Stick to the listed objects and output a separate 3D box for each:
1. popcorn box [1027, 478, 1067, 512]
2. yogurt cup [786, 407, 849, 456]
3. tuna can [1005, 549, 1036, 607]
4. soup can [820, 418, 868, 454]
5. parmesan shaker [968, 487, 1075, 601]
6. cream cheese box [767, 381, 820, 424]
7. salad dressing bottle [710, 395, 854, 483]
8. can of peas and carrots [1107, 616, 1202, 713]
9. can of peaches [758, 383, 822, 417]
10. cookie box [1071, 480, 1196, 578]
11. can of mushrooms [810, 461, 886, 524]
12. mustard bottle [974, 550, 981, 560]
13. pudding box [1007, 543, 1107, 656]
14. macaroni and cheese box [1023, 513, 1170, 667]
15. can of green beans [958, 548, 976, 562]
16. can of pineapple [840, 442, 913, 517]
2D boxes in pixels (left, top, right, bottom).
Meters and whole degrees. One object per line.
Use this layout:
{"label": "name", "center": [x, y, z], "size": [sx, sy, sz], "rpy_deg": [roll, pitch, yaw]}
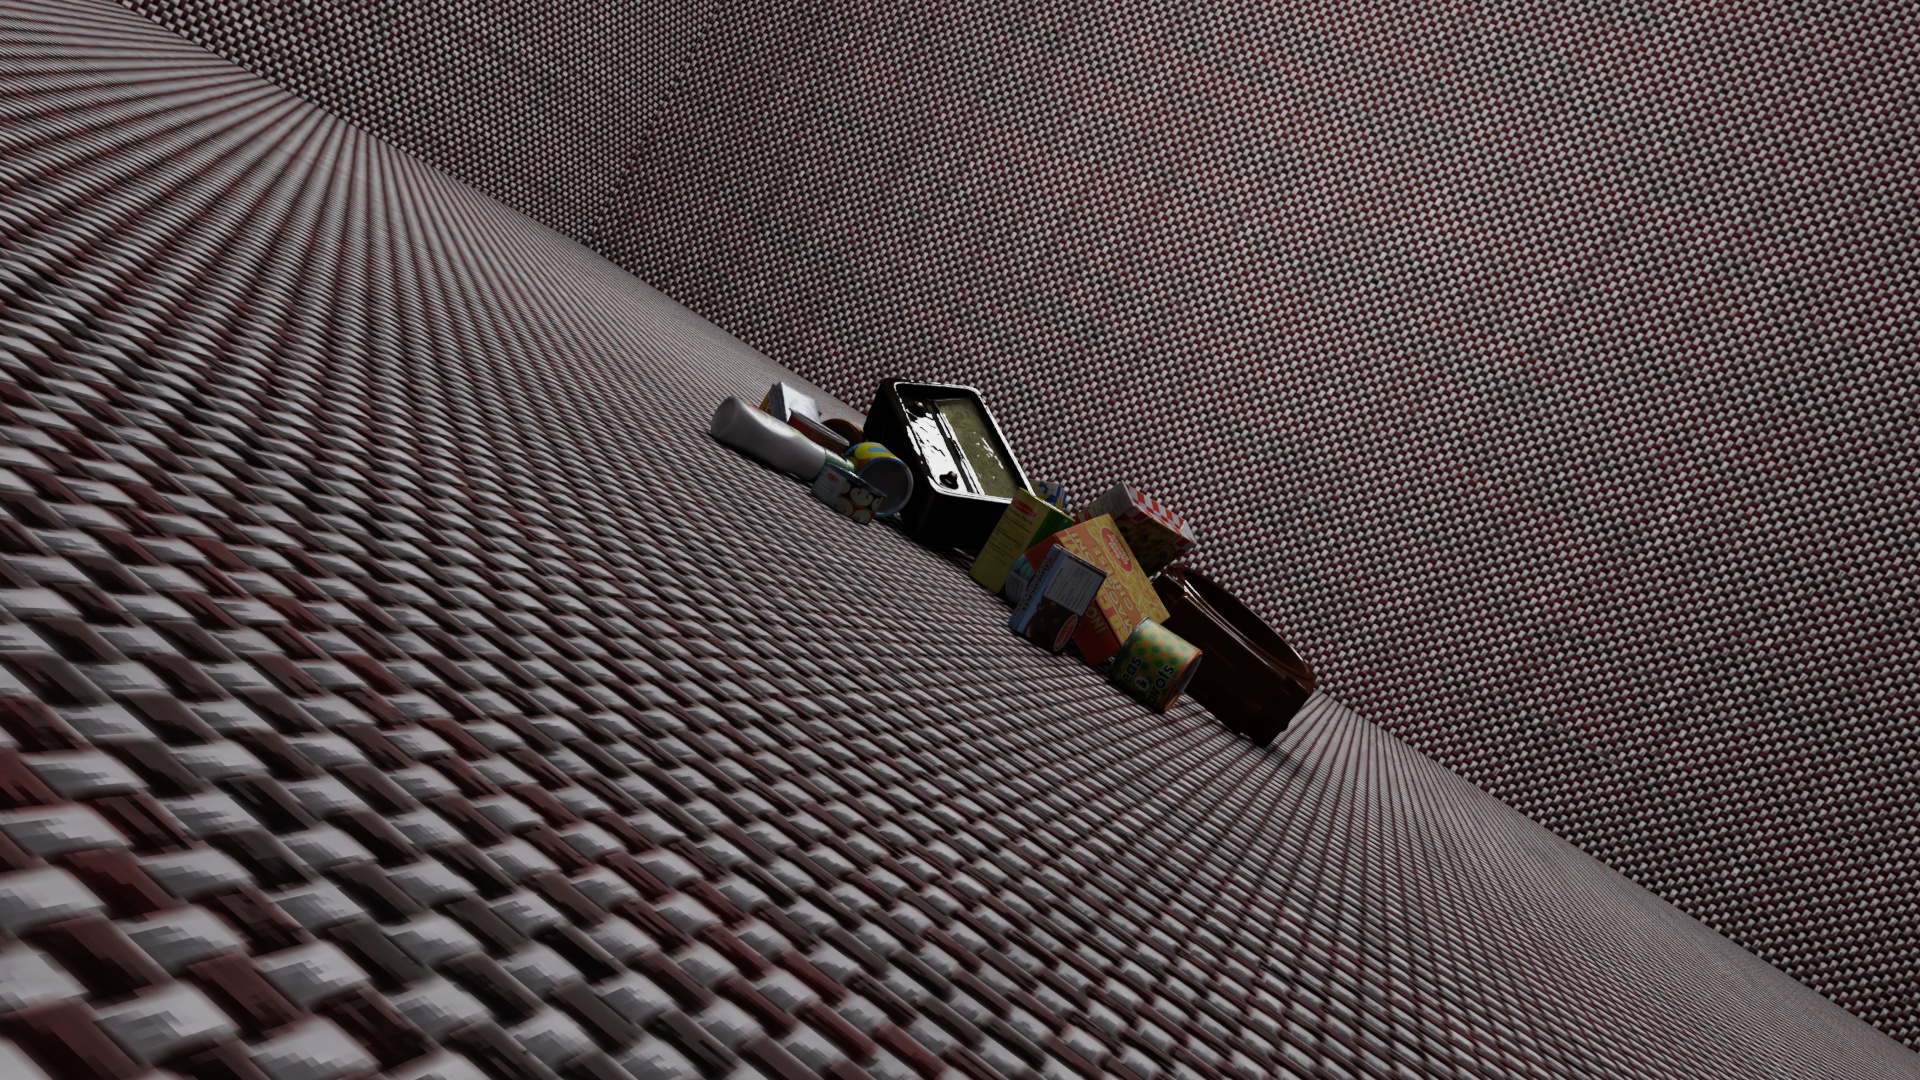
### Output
{"label": "popcorn box", "center": [0.053, -0.032, 1.631], "size": [0.127, 0.085, 0.038], "rpy_deg": [10, -12, 21]}
{"label": "yogurt cup", "center": [-0.155, -0.094, 1.416], "size": [0.072, 0.054, 0.072], "rpy_deg": [31, 4, -2]}
{"label": "tuna can", "center": [0.080, 0.041, 1.363], "size": [0.071, 0.071, 0.033], "rpy_deg": [26, 6, -45]}
{"label": "soup can", "center": [-0.132, -0.107, 1.605], "size": [0.071, 0.071, 0.084], "rpy_deg": [31, 5, 6]}
{"label": "parmesan shaker", "center": [0.060, 0.006, 1.406], "size": [0.071, 0.103, 0.071], "rpy_deg": [31, 4, -3]}
{"label": "cream cheese box", "center": [-0.176, -0.121, 1.495], "size": [0.053, 0.024, 0.104], "rpy_deg": [26, 35, -37]}
{"label": "salad dressing bottle", "center": [-0.170, -0.089, 1.343], "size": [0.147, 0.044, 0.064], "rpy_deg": [27, 7, -37]}
{"label": "can of peas and carrots", "center": [0.172, 0.111, 1.228], "size": [0.059, 0.071, 0.071], "rpy_deg": [33, 5, 18]}
{"label": "can of peaches", "center": [-0.200, -0.137, 1.577], "size": [0.071, 0.058, 0.071], "rpy_deg": [31, 4, -2]}
{"label": "cookie box", "center": [0.147, 0.017, 1.476], "size": [0.123, 0.167, 0.040], "rpy_deg": [27, 35, -44]}
{"label": "can of mushrooms", "center": [-0.106, -0.044, 1.327], "size": [0.071, 0.033, 0.071], "rpy_deg": [30, 4, -2]}
{"label": "mustard bottle", "center": [0.062, 0.026, 1.538], "size": [0.160, 0.049, 0.065], "rpy_deg": [26, 0, -45]}
{"label": "pudding box", "center": [0.083, 0.051, 1.195], "size": [0.049, 0.083, 0.030], "rpy_deg": [29, 2, -16]}
{"label": "macaroni and cheese box", "center": [0.134, 0.043, 1.324], "size": [0.124, 0.040, 0.167], "rpy_deg": [59, 23, 6]}
{"label": "can of green beans", "center": [0.007, -0.022, 1.566], "size": [0.058, 0.071, 0.071], "rpy_deg": [25, 4, 6]}
{"label": "can of pineapple", "center": [-0.090, -0.063, 1.430], "size": [0.071, 0.071, 0.058], "rpy_deg": [28, 5, -29]}
